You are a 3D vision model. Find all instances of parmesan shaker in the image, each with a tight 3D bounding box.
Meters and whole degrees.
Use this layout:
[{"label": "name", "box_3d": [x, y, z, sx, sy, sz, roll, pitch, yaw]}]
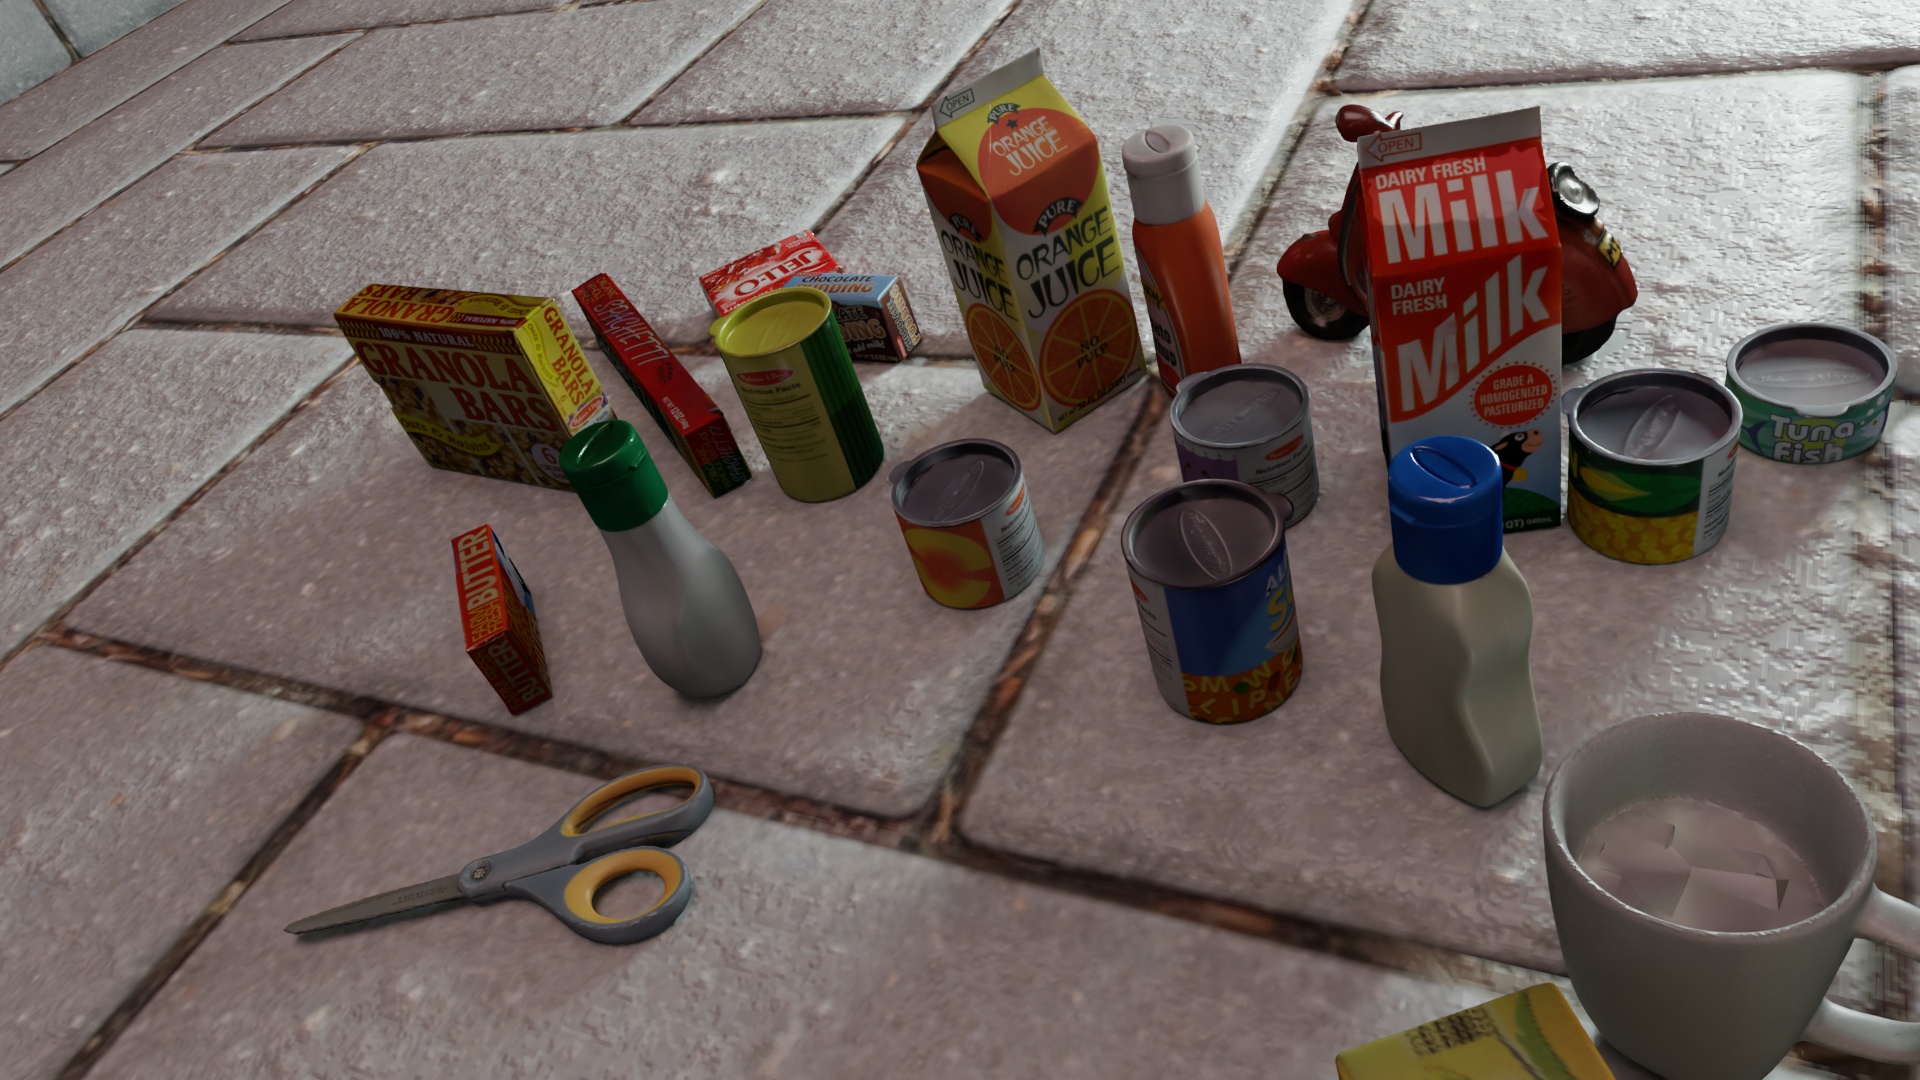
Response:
[{"label": "parmesan shaker", "box_3d": [-0.090, -0.081, 0.778, 0.071, 0.102, 0.072, -11, 39, 10]}]

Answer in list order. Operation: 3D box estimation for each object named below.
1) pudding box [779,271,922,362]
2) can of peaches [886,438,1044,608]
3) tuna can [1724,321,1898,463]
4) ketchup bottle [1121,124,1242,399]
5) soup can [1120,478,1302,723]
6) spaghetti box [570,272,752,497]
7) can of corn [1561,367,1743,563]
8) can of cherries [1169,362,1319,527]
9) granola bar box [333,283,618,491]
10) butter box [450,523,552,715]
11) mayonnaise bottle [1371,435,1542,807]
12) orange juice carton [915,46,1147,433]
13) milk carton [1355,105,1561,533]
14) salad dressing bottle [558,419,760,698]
[{"label": "pudding box", "box_3d": [-0.071, -0.144, 0.886, 0.084, 0.049, 0.030, 9, 47, 30]}, {"label": "can of peaches", "box_3d": [0.002, -0.009, 0.691, 0.071, 0.057, 0.071, -11, 39, 10]}, {"label": "tuna can", "box_3d": [0.381, -0.065, 0.626, 0.071, 0.032, 0.071, -11, 39, 10]}, {"label": "ketchup bottle", "box_3d": [0.117, -0.143, 0.732, 0.043, 0.148, 0.065, -20, 39, -1]}, {"label": "soup can", "box_3d": [0.111, 0.026, 0.587, 0.071, 0.083, 0.072, -11, 39, 10]}, {"label": "spaghetti box", "box_3d": [-0.197, -0.107, 0.893, 0.029, 0.050, 0.251, -30, 40, -13]}, {"label": "can of corn", "box_3d": [0.296, -0.033, 0.602, 0.071, 0.058, 0.071, -11, 39, 10]}, {"label": "can of cherries", "box_3d": [0.138, -0.045, 0.679, 0.071, 0.058, 0.072, -11, 39, 10]}, {"label": "granola bar box", "box_3d": [-0.293, -0.094, 0.858, 0.165, 0.123, 0.039, 9, 47, 31]}, {"label": "butter box", "box_3d": [-0.244, 0.041, 0.737, 0.024, 0.053, 0.104, -25, 39, -7]}, {"label": "mayonnaise bottle", "box_3d": [0.179, 0.030, 0.504, 0.041, 0.147, 0.065, -29, 40, -12]}, {"label": "orange juice carton", "box_3d": [0.037, -0.162, 0.751, 0.072, 0.191, 0.073, -33, 41, -17]}, {"label": "milk carton", "box_3d": [0.215, -0.094, 0.601, 0.072, 0.189, 0.074, -8, 40, 14]}, {"label": "salad dressing bottle", "box_3d": [-0.141, 0.010, 0.655, 0.044, 0.147, 0.064, 2, 43, 24]}]
